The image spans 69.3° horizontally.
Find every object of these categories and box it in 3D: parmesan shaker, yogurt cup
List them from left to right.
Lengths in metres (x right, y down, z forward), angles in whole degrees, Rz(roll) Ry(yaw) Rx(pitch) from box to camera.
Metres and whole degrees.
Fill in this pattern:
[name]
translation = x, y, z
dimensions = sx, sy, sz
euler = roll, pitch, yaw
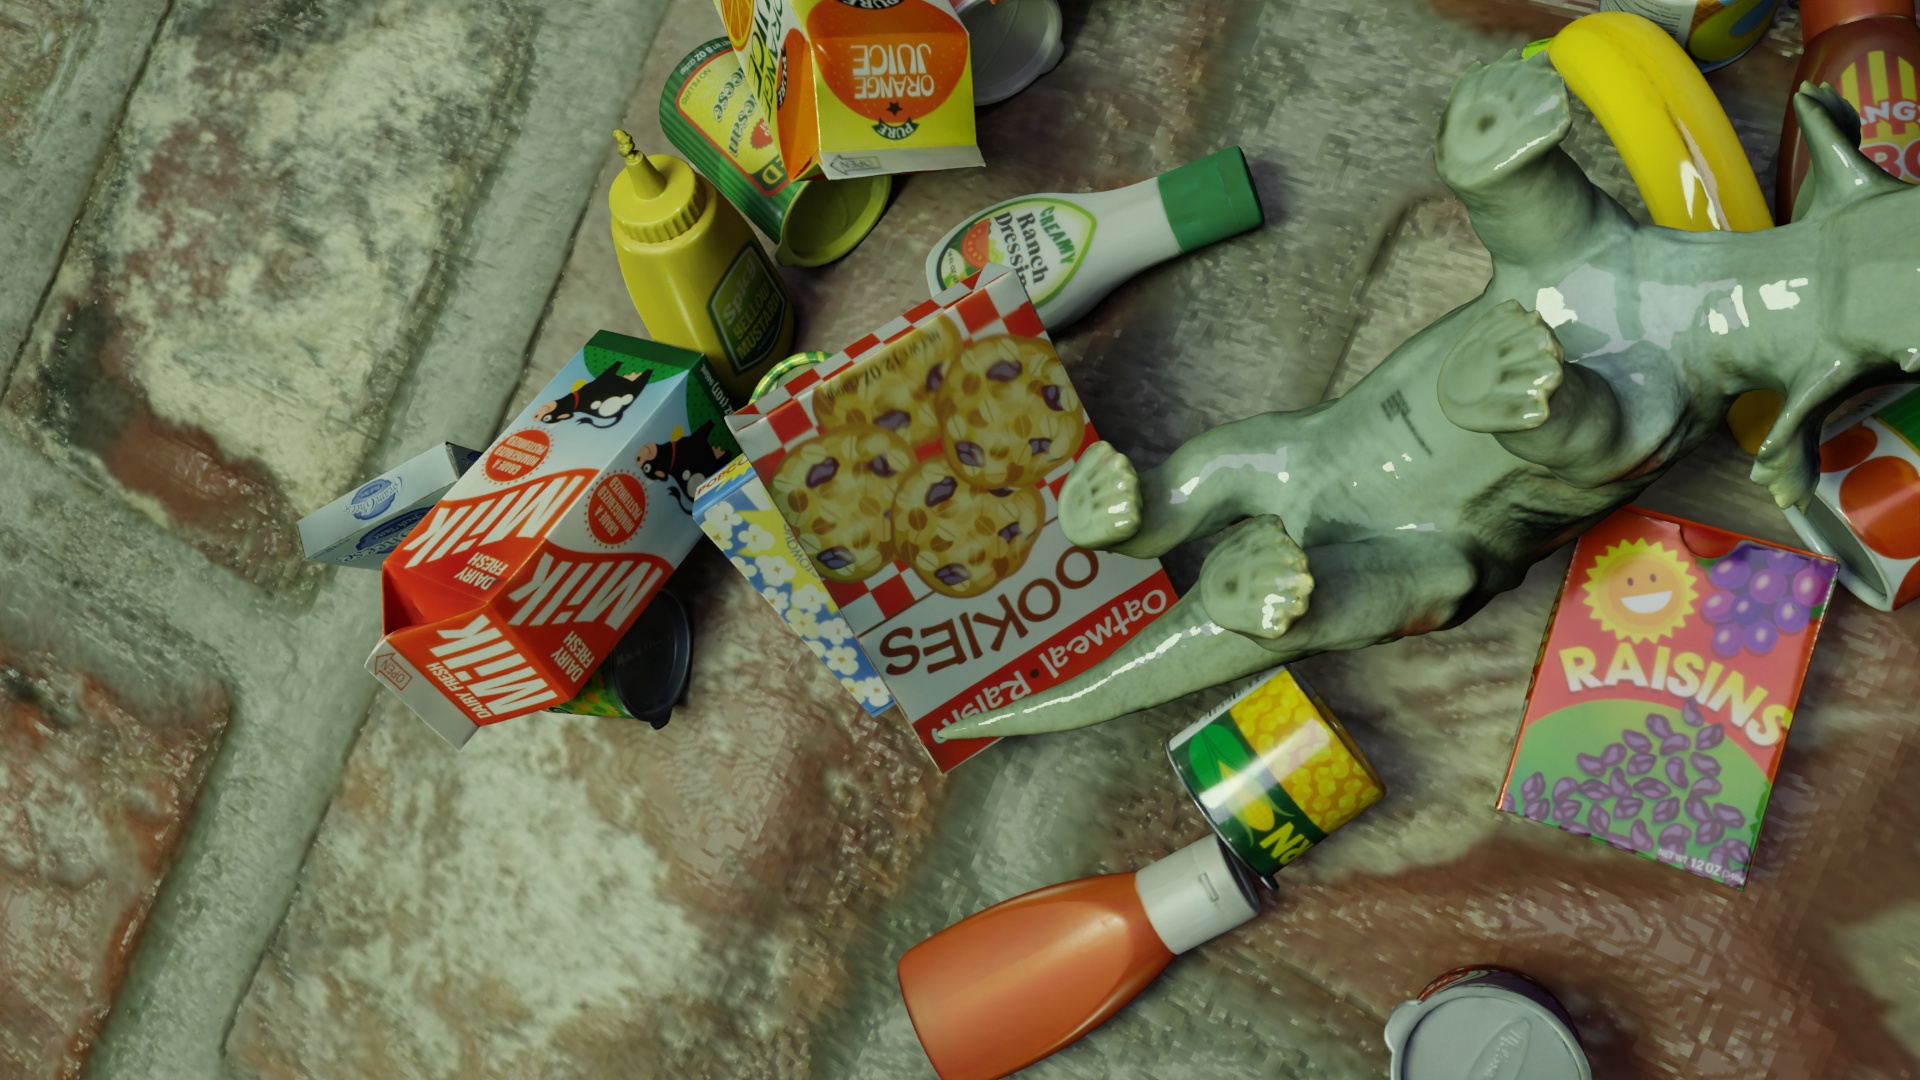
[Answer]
[parmesan shaker]
translation = -0.093, -0.189, 0.676
dimensions = 0.071, 0.071, 0.103
euler = -48, 68, 8
[yogurt cup]
translation = 0.007, -0.248, 0.652
dimensions = 0.072, 0.072, 0.054
euler = -33, 63, 13

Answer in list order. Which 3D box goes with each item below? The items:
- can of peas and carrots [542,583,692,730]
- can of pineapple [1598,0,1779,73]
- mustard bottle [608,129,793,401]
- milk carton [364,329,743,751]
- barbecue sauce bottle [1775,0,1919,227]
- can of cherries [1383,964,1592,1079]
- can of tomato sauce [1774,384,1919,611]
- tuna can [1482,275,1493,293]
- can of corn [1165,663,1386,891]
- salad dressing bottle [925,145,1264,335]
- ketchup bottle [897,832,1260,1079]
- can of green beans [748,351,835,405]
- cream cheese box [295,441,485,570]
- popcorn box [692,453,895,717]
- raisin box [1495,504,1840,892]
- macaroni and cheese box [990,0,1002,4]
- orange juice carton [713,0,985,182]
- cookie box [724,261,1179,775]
[can of peas and carrots]
translation = -0.171, 0.054, 0.667
dimensions = 0.059, 0.071, 0.071
euler = 1, 82, 22
[can of pineapple]
translation = 0.288, -0.226, 0.542
dimensions = 0.071, 0.058, 0.071
euler = -4, 80, 21
[mustard bottle]
translation = -0.121, -0.125, 0.624
dimensions = 0.049, 0.159, 0.065
euler = 21, 70, 20
[milk carton]
translation = -0.179, 0.000, 0.618
dimensions = 0.073, 0.072, 0.191
euler = 16, 59, 33
[barbecue sauce bottle]
translation = 0.338, -0.152, 0.517
dimensions = 0.065, 0.043, 0.148
euler = -3, 79, 21
[can of cherries]
translation = 0.192, 0.190, 0.507
dimensions = 0.071, 0.058, 0.071
euler = -3, 81, 21
[can of tomato sauce]
translation = 0.340, -0.023, 0.482
dimensions = 0.083, 0.071, 0.071
euler = -35, 71, 13
[tuna can]
translation = 0.240, -0.081, 0.548
dimensions = 0.071, 0.033, 0.071
euler = -4, 80, 21
[can of corn]
translation = 0.125, 0.091, 0.545
dimensions = 0.058, 0.071, 0.071
euler = -39, 70, 11
[salad dressing bottle]
translation = 0.059, -0.133, 0.621
dimensions = 0.147, 0.044, 0.064
euler = -18, 74, 17
[ketchup bottle]
translation = 0.049, 0.169, 0.573
dimensions = 0.148, 0.043, 0.065
euler = -30, 73, 14
[can of green beans]
translation = -0.058, -0.049, 0.644
dimensions = 0.071, 0.058, 0.071
euler = -4, 80, 20
[cream cheese box]
translation = -0.289, -0.017, 0.730
dimensions = 0.103, 0.053, 0.024
euler = -25, 76, 16
[popcorn box]
translation = -0.043, 0.004, 0.601
dimensions = 0.085, 0.038, 0.126
euler = -34, 113, 13
[raisin box]
translation = 0.259, 0.055, 0.515
dimensions = 0.086, 0.040, 0.123
euler = 17, 87, 24
[macaroni and cheese box]
translation = 0.027, -0.327, 0.634
dimensions = 0.124, 0.040, 0.167
euler = -30, 57, -3
[orange juice carton]
translation = -0.053, -0.224, 0.621
dimensions = 0.072, 0.072, 0.193
euler = -9, 53, -21
[cookie box]
translation = 0.002, -0.007, 0.557
dimensions = 0.123, 0.040, 0.167
euler = -31, 111, -6
